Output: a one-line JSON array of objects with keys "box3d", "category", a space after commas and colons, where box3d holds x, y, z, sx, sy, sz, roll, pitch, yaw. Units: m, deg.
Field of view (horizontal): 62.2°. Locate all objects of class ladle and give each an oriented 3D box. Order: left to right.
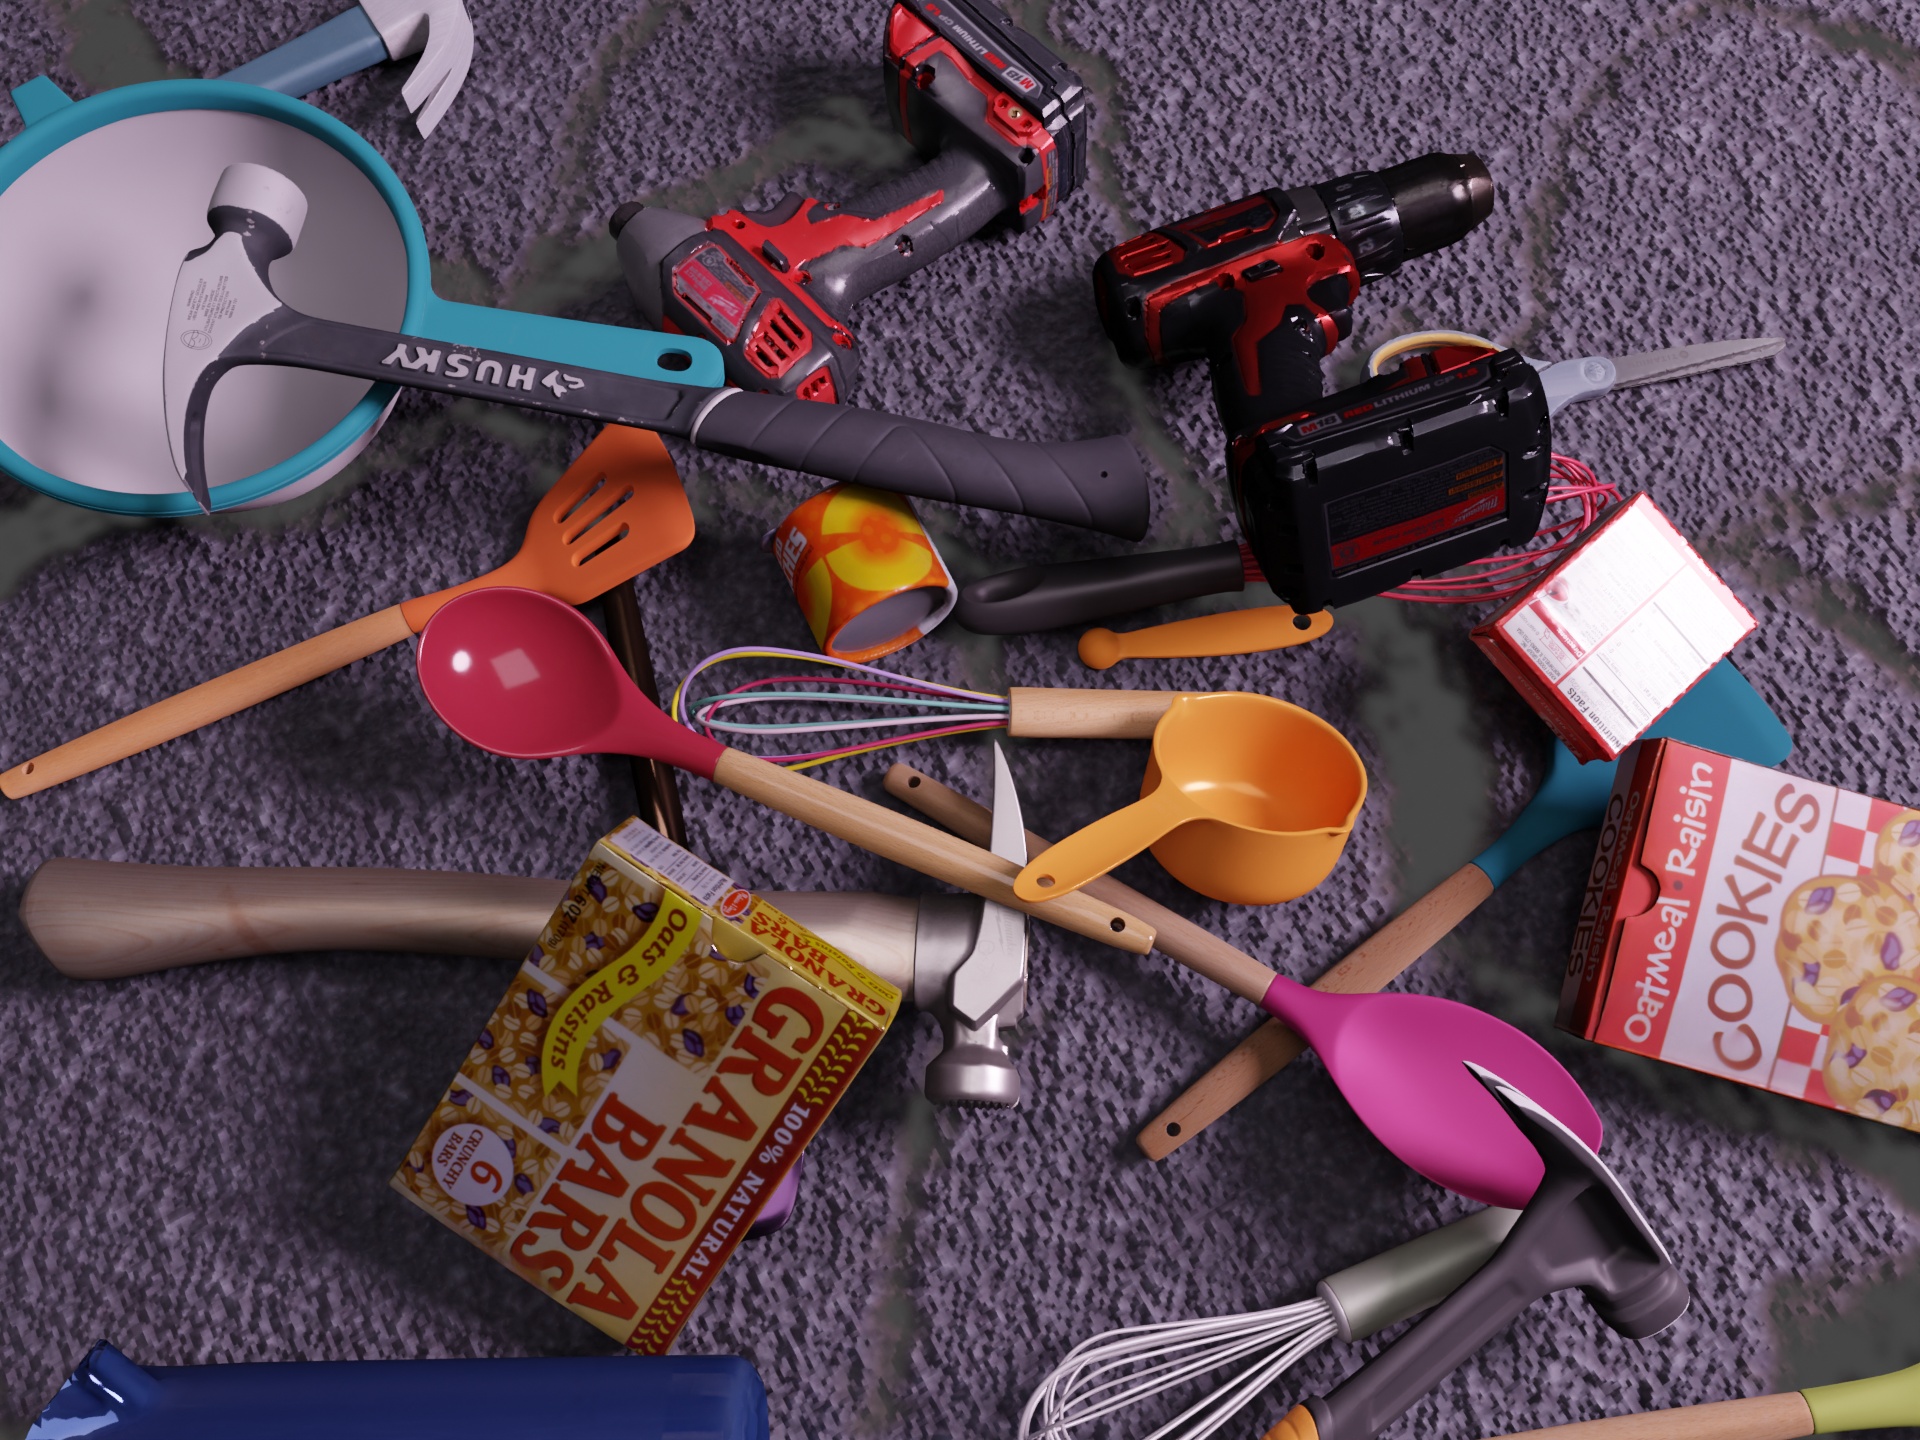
[{"box3d": [-0.071, 0.026, 0.629, 0.315, 0.031, 0.069, 22, 76, 9], "category": "ladle"}, {"box3d": [0.286, 0.263, 0.599, 0.320, 0.062, 0.078, -11, 76, 4], "category": "ladle"}]

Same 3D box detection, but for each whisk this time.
[{"box3d": [-0.001, 0.000, 0.689, 0.245, 0.051, 0.047, 1, 61, -5], "category": "whisk"}, {"box3d": [0.142, -0.072, 0.704, 0.296, 0.073, 0.073, -10, 71, 4], "category": "whisk"}, {"box3d": [0.136, 0.230, 0.607, 0.246, 0.058, 0.059, -20, 106, -9], "category": "whisk"}]

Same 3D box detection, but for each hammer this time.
[{"box3d": [-0.399, -0.299, 0.802, 0.331, 0.033, 0.128, -31, 72, -10], "category": "hammer"}, {"box3d": [-0.177, 0.073, 0.651, 0.410, 0.038, 0.146, 3, 72, 4], "category": "hammer"}, {"box3d": [-0.122, -0.125, 0.657, 0.409, 0.036, 0.149, 10, 70, -3], "category": "hammer"}, {"box3d": [0.101, 0.268, 0.559, 0.337, 0.034, 0.127, -40, 110, -2], "category": "hammer"}]

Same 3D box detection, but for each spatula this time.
[{"box3d": [-0.272, -0.040, 0.705, 0.322, 0.041, 0.081, -24, 66, -6], "category": "spatula"}, {"box3d": [-0.122, 0.061, 0.680, 0.060, 0.018, 0.316, -14, 72, -3], "category": "spatula"}, {"box3d": [0.198, 0.077, 0.657, 0.317, 0.044, 0.082, -37, 79, -10], "category": "spatula"}]

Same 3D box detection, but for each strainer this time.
[{"box3d": [-0.277, -0.166, 0.727, 0.340, 0.095, 0.211, 8, 73, -4], "category": "strainer"}]

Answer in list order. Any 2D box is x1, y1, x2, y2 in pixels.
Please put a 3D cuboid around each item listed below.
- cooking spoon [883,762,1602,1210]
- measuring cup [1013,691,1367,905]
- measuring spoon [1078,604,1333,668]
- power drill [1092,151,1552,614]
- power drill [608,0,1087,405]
[{"box3d": [0.102, 0.096, 0.644, 0.319, 0.017, 0.069, 29, 72, 18], "category": "cooking spoon"}, {"box3d": [0.085, 0.049, 0.633, 0.173, 0.052, 0.095, -24, 50, -32], "category": "measuring cup"}, {"box3d": [0.111, -0.040, 0.716, 0.117, 0.011, 0.021, -7, 71, -2], "category": "measuring spoon"}, {"box3d": [0.172, -0.164, 0.686, 0.188, 0.080, 0.227, -19, 45, 2], "category": "power drill"}, {"box3d": [-0.056, -0.247, 0.760, 0.219, 0.078, 0.143, -43, 75, -10], "category": "power drill"}]
